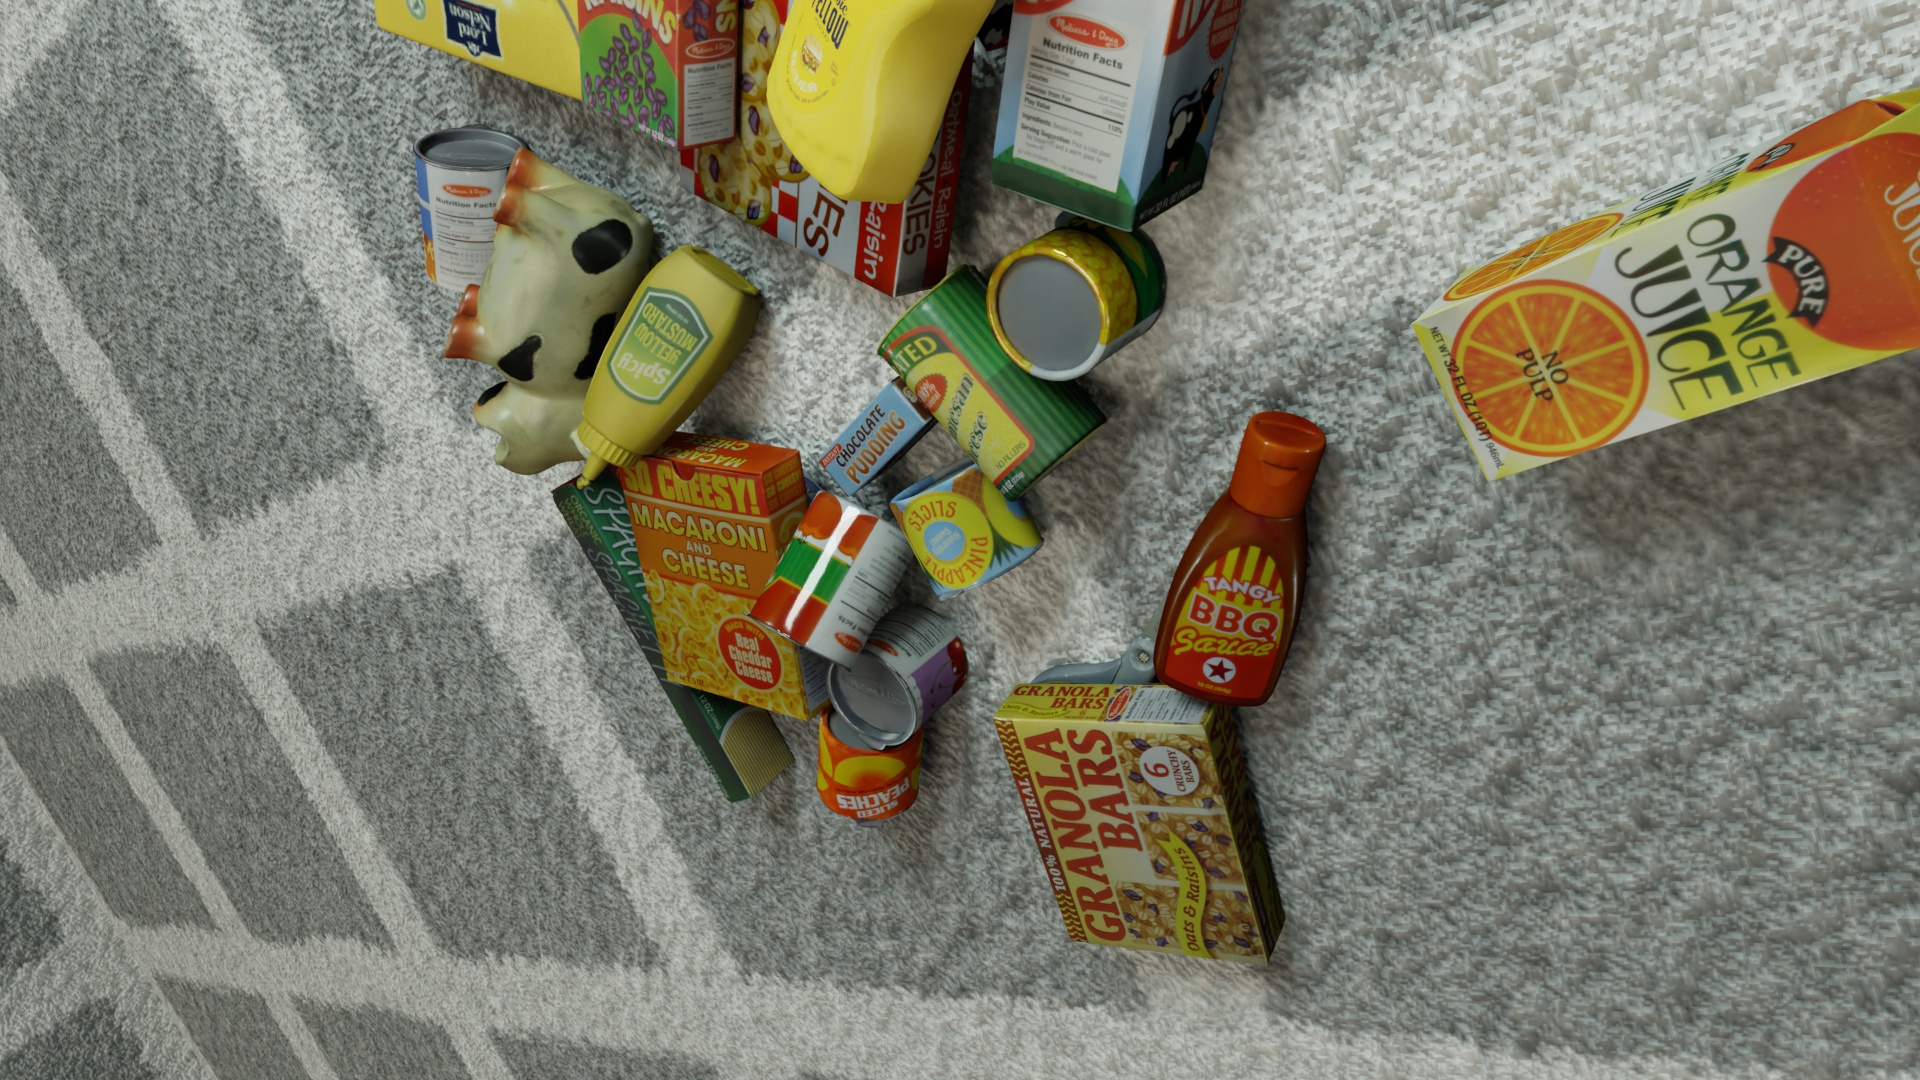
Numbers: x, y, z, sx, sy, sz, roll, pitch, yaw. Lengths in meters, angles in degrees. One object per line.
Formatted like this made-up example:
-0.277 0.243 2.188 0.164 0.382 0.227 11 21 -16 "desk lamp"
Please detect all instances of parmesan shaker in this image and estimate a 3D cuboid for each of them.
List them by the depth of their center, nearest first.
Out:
0.017 -0.079 0.694 0.103 0.072 0.071 49 134 3 "parmesan shaker"

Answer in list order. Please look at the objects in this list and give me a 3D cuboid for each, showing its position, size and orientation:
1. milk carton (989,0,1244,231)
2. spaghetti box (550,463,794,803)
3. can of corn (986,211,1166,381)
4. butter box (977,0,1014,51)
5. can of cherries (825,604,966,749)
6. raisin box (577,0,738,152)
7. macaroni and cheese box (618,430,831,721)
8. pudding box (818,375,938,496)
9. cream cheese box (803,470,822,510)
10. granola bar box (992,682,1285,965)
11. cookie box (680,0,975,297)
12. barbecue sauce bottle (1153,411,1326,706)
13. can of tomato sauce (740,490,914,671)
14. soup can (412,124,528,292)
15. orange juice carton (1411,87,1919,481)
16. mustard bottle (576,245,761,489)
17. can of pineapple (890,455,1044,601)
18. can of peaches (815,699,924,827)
0.072 -0.232 0.561 0.073 0.073 0.189 26 129 23 "milk carton"
-0.196 0.062 0.952 0.028 0.050 0.249 -20 102 41 "spaghetti box"
0.053 -0.117 0.652 0.071 0.058 0.070 18 125 28 "can of corn"
0.007 -0.277 0.616 0.053 0.024 0.103 -28 97 43 "butter box"
-0.038 0.082 0.838 0.071 0.059 0.071 18 125 27 "can of cherries"
-0.148 -0.265 0.678 0.086 0.040 0.122 33 132 32 "raisin box"
-0.142 0.020 0.858 0.124 0.040 0.165 10 120 33 "macaroni and cheese box"
-0.036 -0.063 0.757 0.030 0.050 0.083 50 134 0 "pudding box"
-0.118 -0.003 0.872 0.053 0.024 0.103 47 134 4 "cream cheese box"
0.101 0.155 0.772 0.124 0.039 0.165 -3 119 31 "granola bar box"
-0.072 -0.210 0.692 0.168 0.040 0.122 32 131 30 "cookie box"
0.138 0.010 0.669 0.065 0.044 0.147 14 124 7 "barbecue sauce bottle"
-0.073 0.022 0.788 0.071 0.083 0.071 28 174 3 "can of tomato sauce"
-0.302 -0.207 0.867 0.071 0.072 0.083 27 130 22 "soup can"
0.271 -0.092 0.490 0.192 0.073 0.071 -21 101 42 "orange juice carton"
-0.180 -0.092 0.806 0.065 0.049 0.160 37 102 6 "mustard bottle"
0.003 -0.009 0.745 0.071 0.071 0.057 -19 102 42 "can of pineapple"
-0.057 0.135 0.875 0.071 0.071 0.057 24 127 25 "can of peaches"
